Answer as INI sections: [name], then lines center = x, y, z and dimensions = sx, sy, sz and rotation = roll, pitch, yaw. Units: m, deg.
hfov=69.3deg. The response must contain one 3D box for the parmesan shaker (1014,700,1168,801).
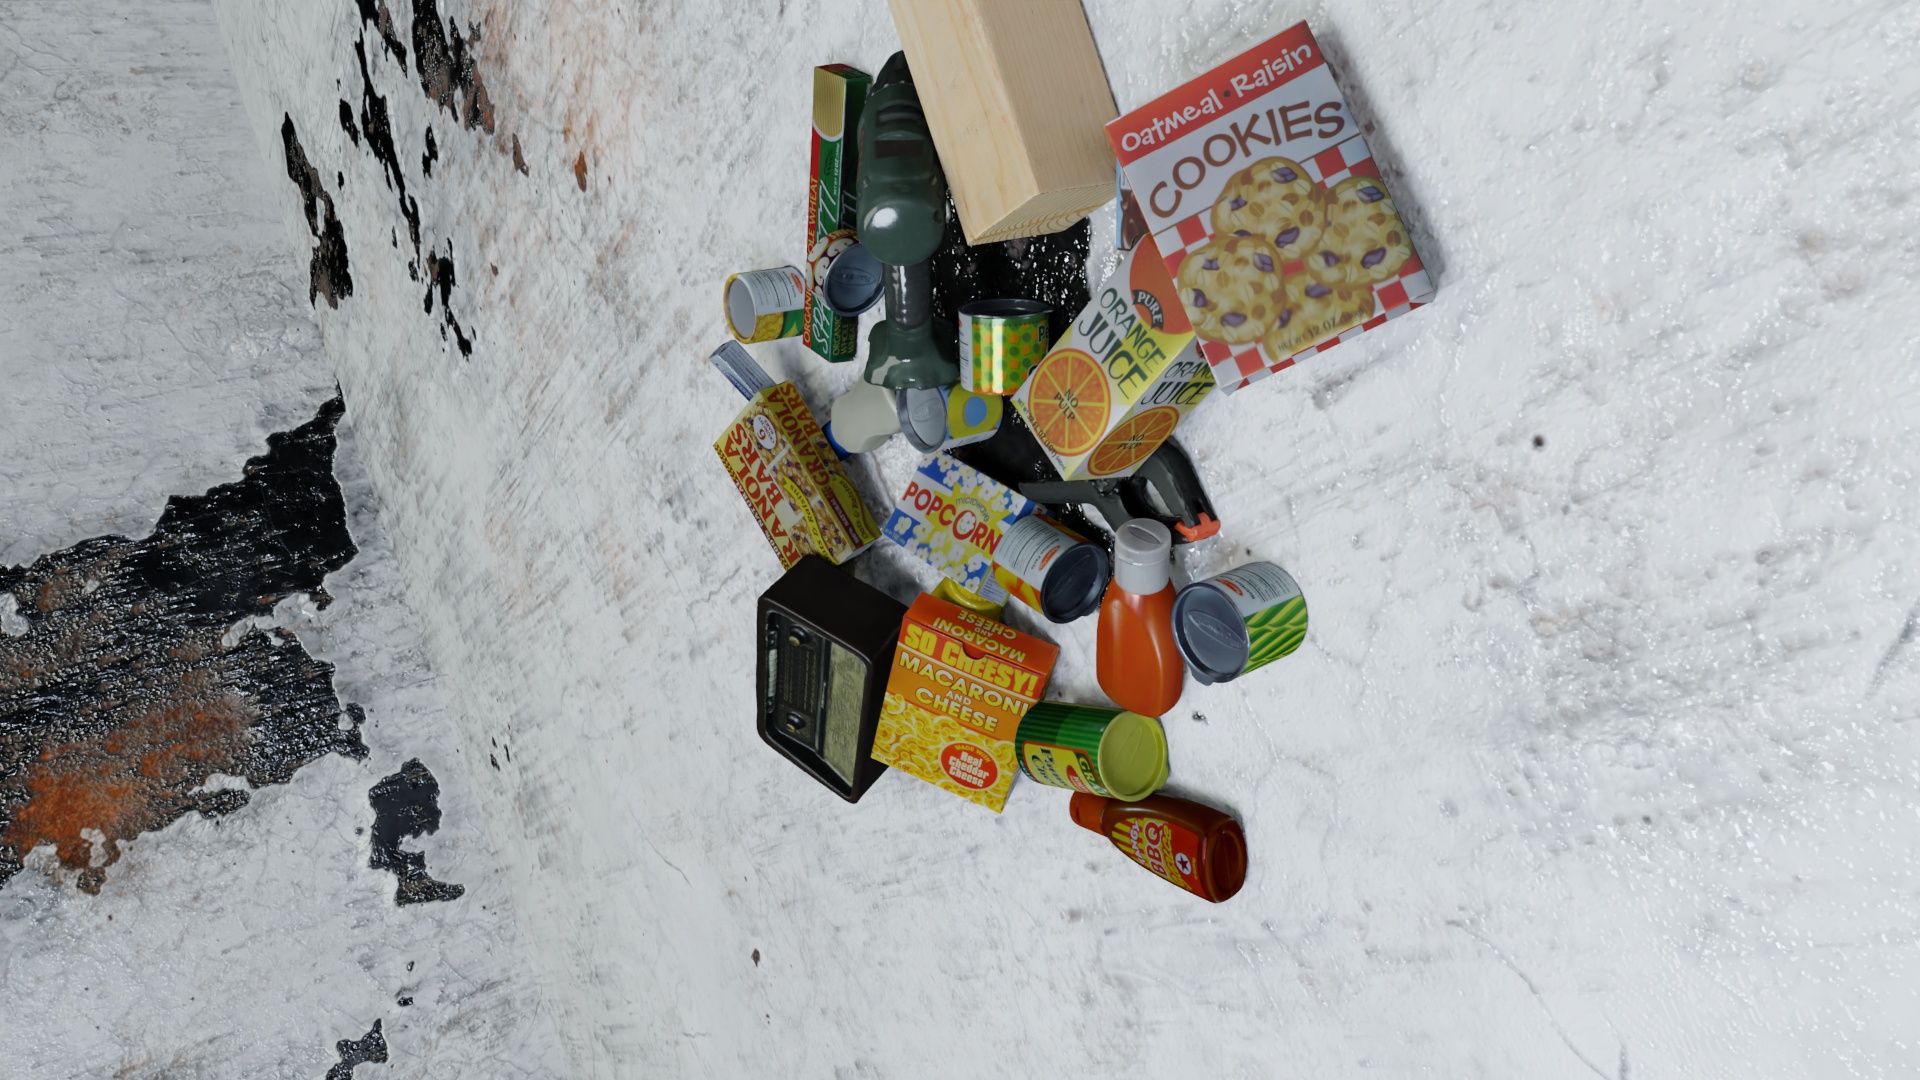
[parmesan shaker]
center = 0.098, 0.158, 1.044
dimensions = 0.103, 0.071, 0.071
rotation = -4, 100, 55

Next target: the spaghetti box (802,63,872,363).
[spaghetti box]
center = -0.106, -0.274, 1.186
dimensions = 0.050, 0.029, 0.248
rotation = 37, 131, 43

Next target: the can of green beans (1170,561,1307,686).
[can of green beans]
center = 0.179, 0.052, 0.891
dimensions = 0.071, 0.058, 0.071
rotation = 26, 123, 47

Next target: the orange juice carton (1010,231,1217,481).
[orange juice carton]
center = 0.123, -0.125, 0.867
dimensions = 0.191, 0.073, 0.072
rotation = -49, 61, 36

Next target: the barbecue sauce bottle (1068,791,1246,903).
[barbecue sauce bottle]
center = 0.142, 0.214, 1.022
dimensions = 0.148, 0.044, 0.064
rotation = 12, 116, 53

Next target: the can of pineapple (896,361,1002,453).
[can of pineapple]
center = -0.009, -0.108, 1.090
dimensions = 0.071, 0.058, 0.070
rotation = 26, 123, 47

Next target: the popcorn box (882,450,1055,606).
[popcorn box]
center = 0.004, -0.014, 1.095
dimensions = 0.127, 0.038, 0.085
rotation = 32, 93, 44

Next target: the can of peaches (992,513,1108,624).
[can of peaches]
center = 0.067, 0.022, 1.031
dimensions = 0.058, 0.071, 0.071
rotation = 33, 129, 43

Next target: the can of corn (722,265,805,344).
[can of corn]
center = -0.180, -0.216, 1.286
dimensions = 0.071, 0.058, 0.071
rotation = 26, 123, 47

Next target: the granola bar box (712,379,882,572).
[granola bar box]
center = -0.150, -0.047, 1.266
dimensions = 0.165, 0.039, 0.123
rotation = 59, 144, 4

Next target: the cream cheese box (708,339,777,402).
[cream cheese box]
center = -0.191, -0.143, 1.309
dimensions = 0.103, 0.024, 0.053
rotation = 48, 167, -15

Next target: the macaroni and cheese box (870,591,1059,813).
[macaroni and cheese box]
center = 0.001, 0.136, 1.139
dimensions = 0.124, 0.040, 0.165
rotation = 22, 128, 10

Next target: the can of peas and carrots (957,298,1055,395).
[can of peas and carrots]
center = 0.034, -0.142, 1.012
dimensions = 0.071, 0.071, 0.058
rotation = 24, 122, 48

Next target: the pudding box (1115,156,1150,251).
[pudding box]
center = 0.124, -0.225, 0.881
dimensions = 0.050, 0.030, 0.083
rotation = 21, 120, 48

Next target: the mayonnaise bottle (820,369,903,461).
[mayonnaise bottle]
center = -0.081, -0.108, 1.208
dimensions = 0.147, 0.041, 0.065
rotation = -29, 79, 56

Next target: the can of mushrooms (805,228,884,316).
[can of mushrooms]
center = -0.093, -0.225, 1.154
dimensions = 0.033, 0.071, 0.070
rotation = 42, 134, 39

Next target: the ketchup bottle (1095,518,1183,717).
[ketchup bottle]
center = 0.123, 0.053, 0.954
dimensions = 0.065, 0.044, 0.148
rotation = 31, 141, 34

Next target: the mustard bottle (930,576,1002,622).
[mustard bottle]
center = 0.002, 0.058, 1.150
dimensions = 0.065, 0.049, 0.159
rotation = 48, 139, 24

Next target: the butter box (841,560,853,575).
[butter box]
center = -0.124, 0.000, 1.324
dimensions = 0.053, 0.024, 0.103
rotation = 38, 132, 39

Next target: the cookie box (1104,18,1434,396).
[cookie box]
center = 0.169, -0.183, 0.770
dimensions = 0.123, 0.040, 0.167
rotation = -24, 81, 16
